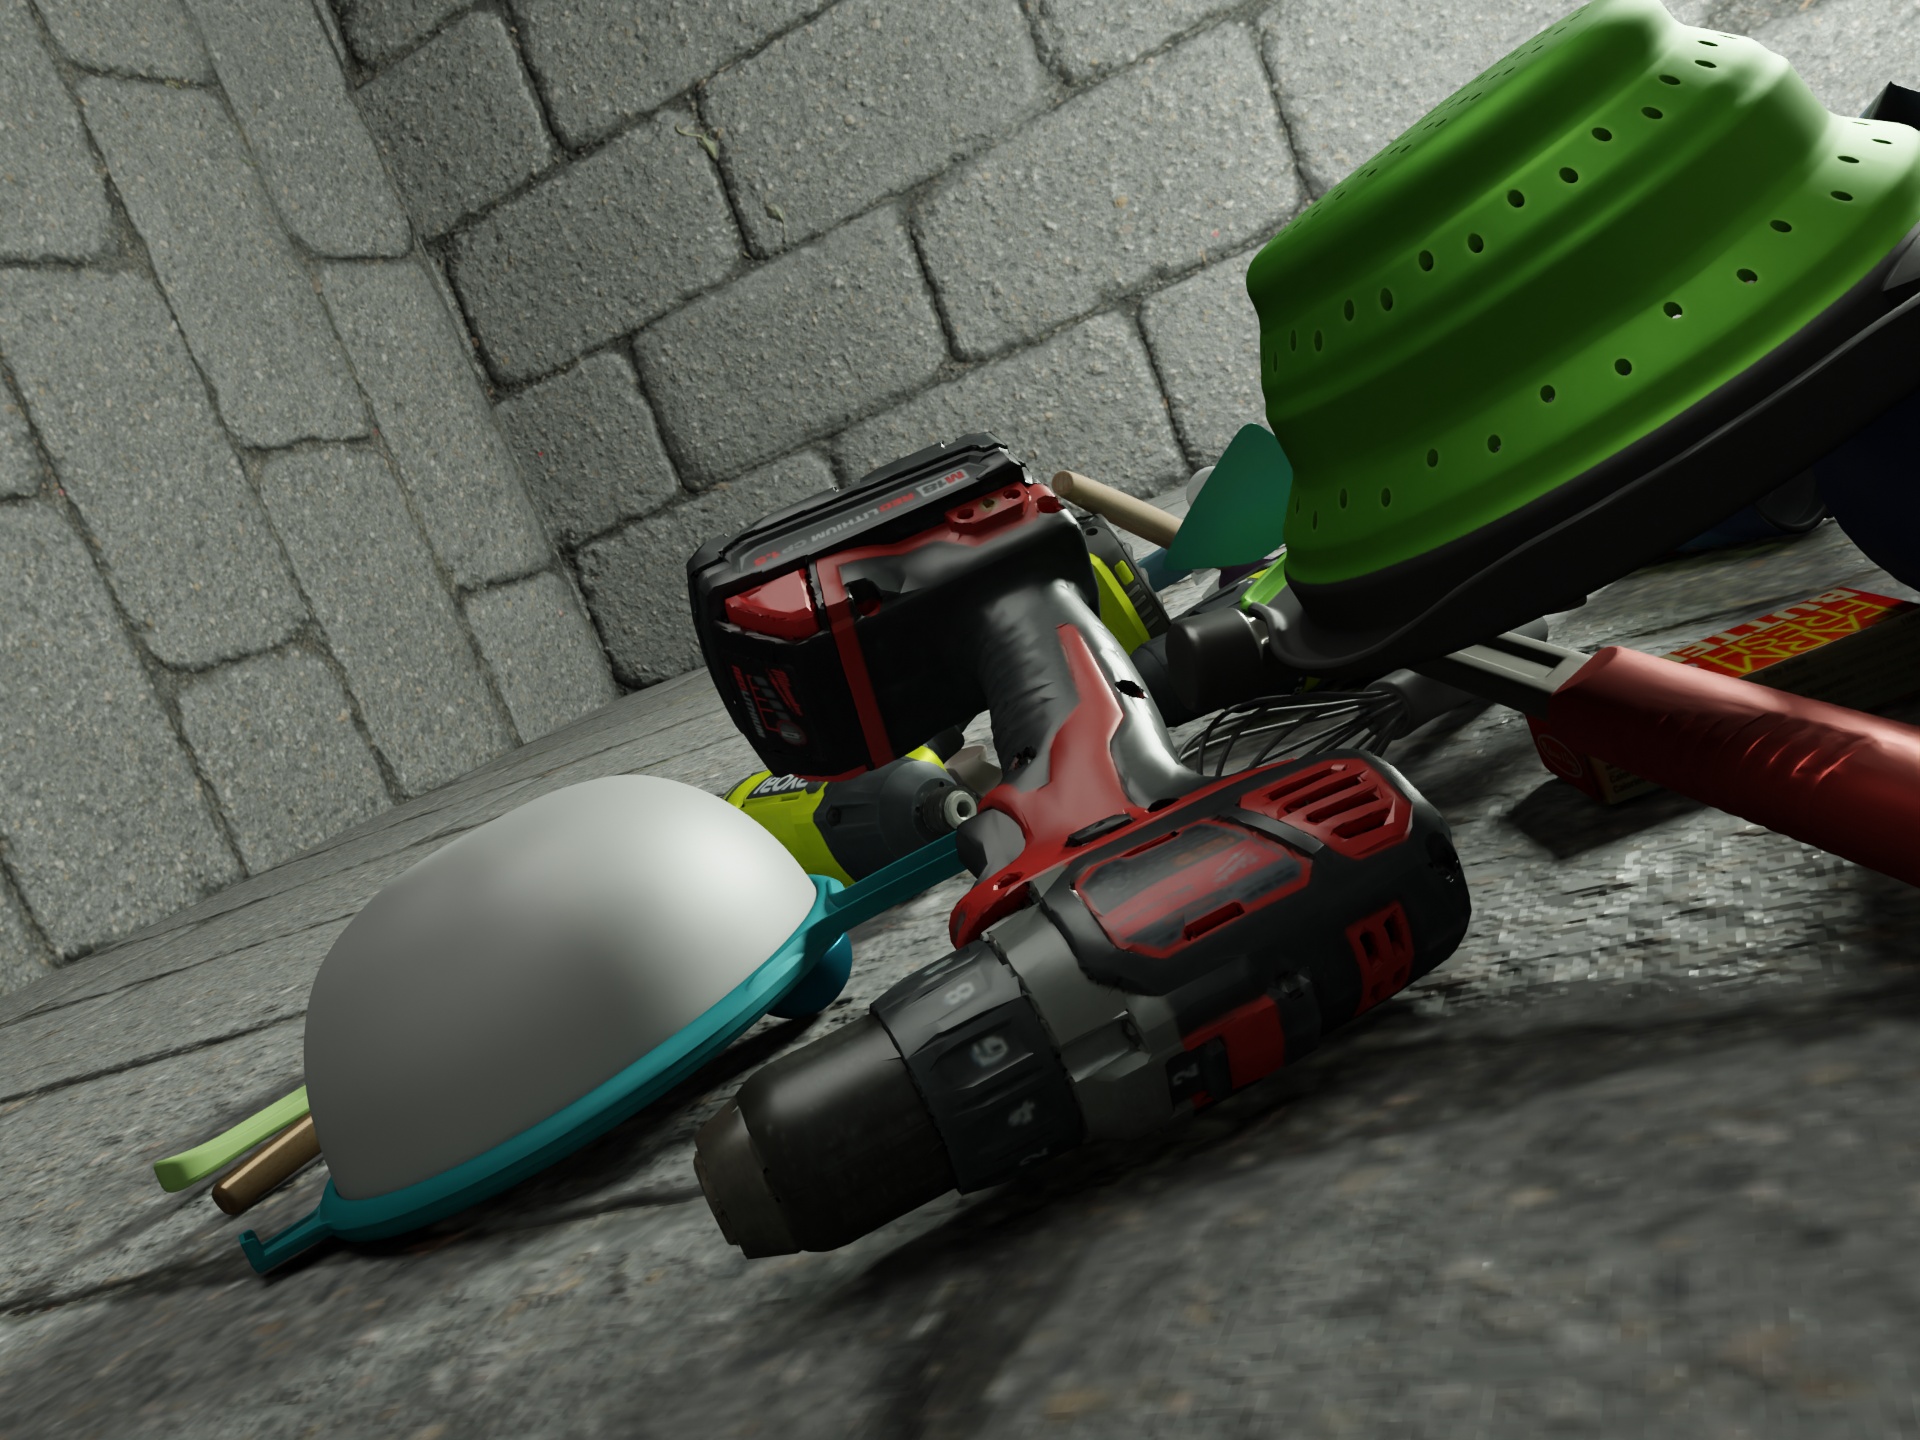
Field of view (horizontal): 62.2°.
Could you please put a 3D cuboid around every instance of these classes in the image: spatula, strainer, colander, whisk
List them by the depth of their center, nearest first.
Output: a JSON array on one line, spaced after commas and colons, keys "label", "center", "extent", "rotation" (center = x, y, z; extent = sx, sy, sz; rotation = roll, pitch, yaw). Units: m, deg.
[{"label": "colander", "center": [0.172, -0.117, 0.318], "extent": [0.204, 0.094, 0.397], "rotation": [-41, 10, -22]}, {"label": "strainer", "center": [-0.099, 0.053, 0.548], "extent": [0.340, 0.095, 0.211], "rotation": [-28, 9, 19]}, {"label": "whisk", "center": [0.153, -0.003, 0.577], "extent": [0.239, 0.055, 0.055], "rotation": [-24, 7, -41]}, {"label": "strainer", "center": [-0.276, 0.129, 0.754], "extent": [0.151, 0.069, 0.256], "rotation": [-17, 8, 31]}, {"label": "spatula", "center": [0.191, -0.136, 0.881], "extent": [0.082, 0.044, 0.317], "rotation": [-62, -13, 26]}, {"label": "spatula", "center": [0.135, -0.096, 0.895], "extent": [0.060, 0.018, 0.315], "rotation": [-19, -17, 30]}]

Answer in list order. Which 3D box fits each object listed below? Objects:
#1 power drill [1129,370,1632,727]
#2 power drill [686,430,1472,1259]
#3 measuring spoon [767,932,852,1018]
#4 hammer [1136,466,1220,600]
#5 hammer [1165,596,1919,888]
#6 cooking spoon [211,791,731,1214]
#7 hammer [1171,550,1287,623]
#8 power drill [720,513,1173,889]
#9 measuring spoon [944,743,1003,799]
[{"label": "power drill", "center": [0.174, -0.065, 0.668], "extent": [0.190, 0.080, 0.228], "rotation": [-23, -9, -14]}, {"label": "power drill", "center": [-0.005, 0.025, 0.427], "extent": [0.188, 0.080, 0.227], "rotation": [-25, 41, -11]}, {"label": "measuring spoon", "center": [-0.089, 0.112, 0.582], "extent": [0.128, 0.021, 0.042], "rotation": [-29, 8, 24]}, {"label": "hammer", "center": [0.038, -0.044, 0.986], "extent": [0.331, 0.033, 0.128], "rotation": [-30, -22, 15]}, {"label": "hammer", "center": [0.174, -0.001, 0.368], "extent": [0.149, 0.036, 0.359], "rotation": [-14, 14, -9]}, {"label": "cooking spoon", "center": [-0.194, 0.113, 0.718], "extent": [0.319, 0.017, 0.068], "rotation": [-39, -10, -45]}, {"label": "hammer", "center": [0.190, -0.087, 0.863], "extent": [0.335, 0.035, 0.146], "rotation": [-33, 4, -6]}, {"label": "power drill", "center": [-0.001, -0.002, 0.763], "extent": [0.171, 0.080, 0.223], "rotation": [-11, 28, 52]}, {"label": "measuring spoon", "center": [0.012, 0.035, 0.823], "extent": [0.034, 0.018, 0.124], "rotation": [-24, 15, -10]}]
